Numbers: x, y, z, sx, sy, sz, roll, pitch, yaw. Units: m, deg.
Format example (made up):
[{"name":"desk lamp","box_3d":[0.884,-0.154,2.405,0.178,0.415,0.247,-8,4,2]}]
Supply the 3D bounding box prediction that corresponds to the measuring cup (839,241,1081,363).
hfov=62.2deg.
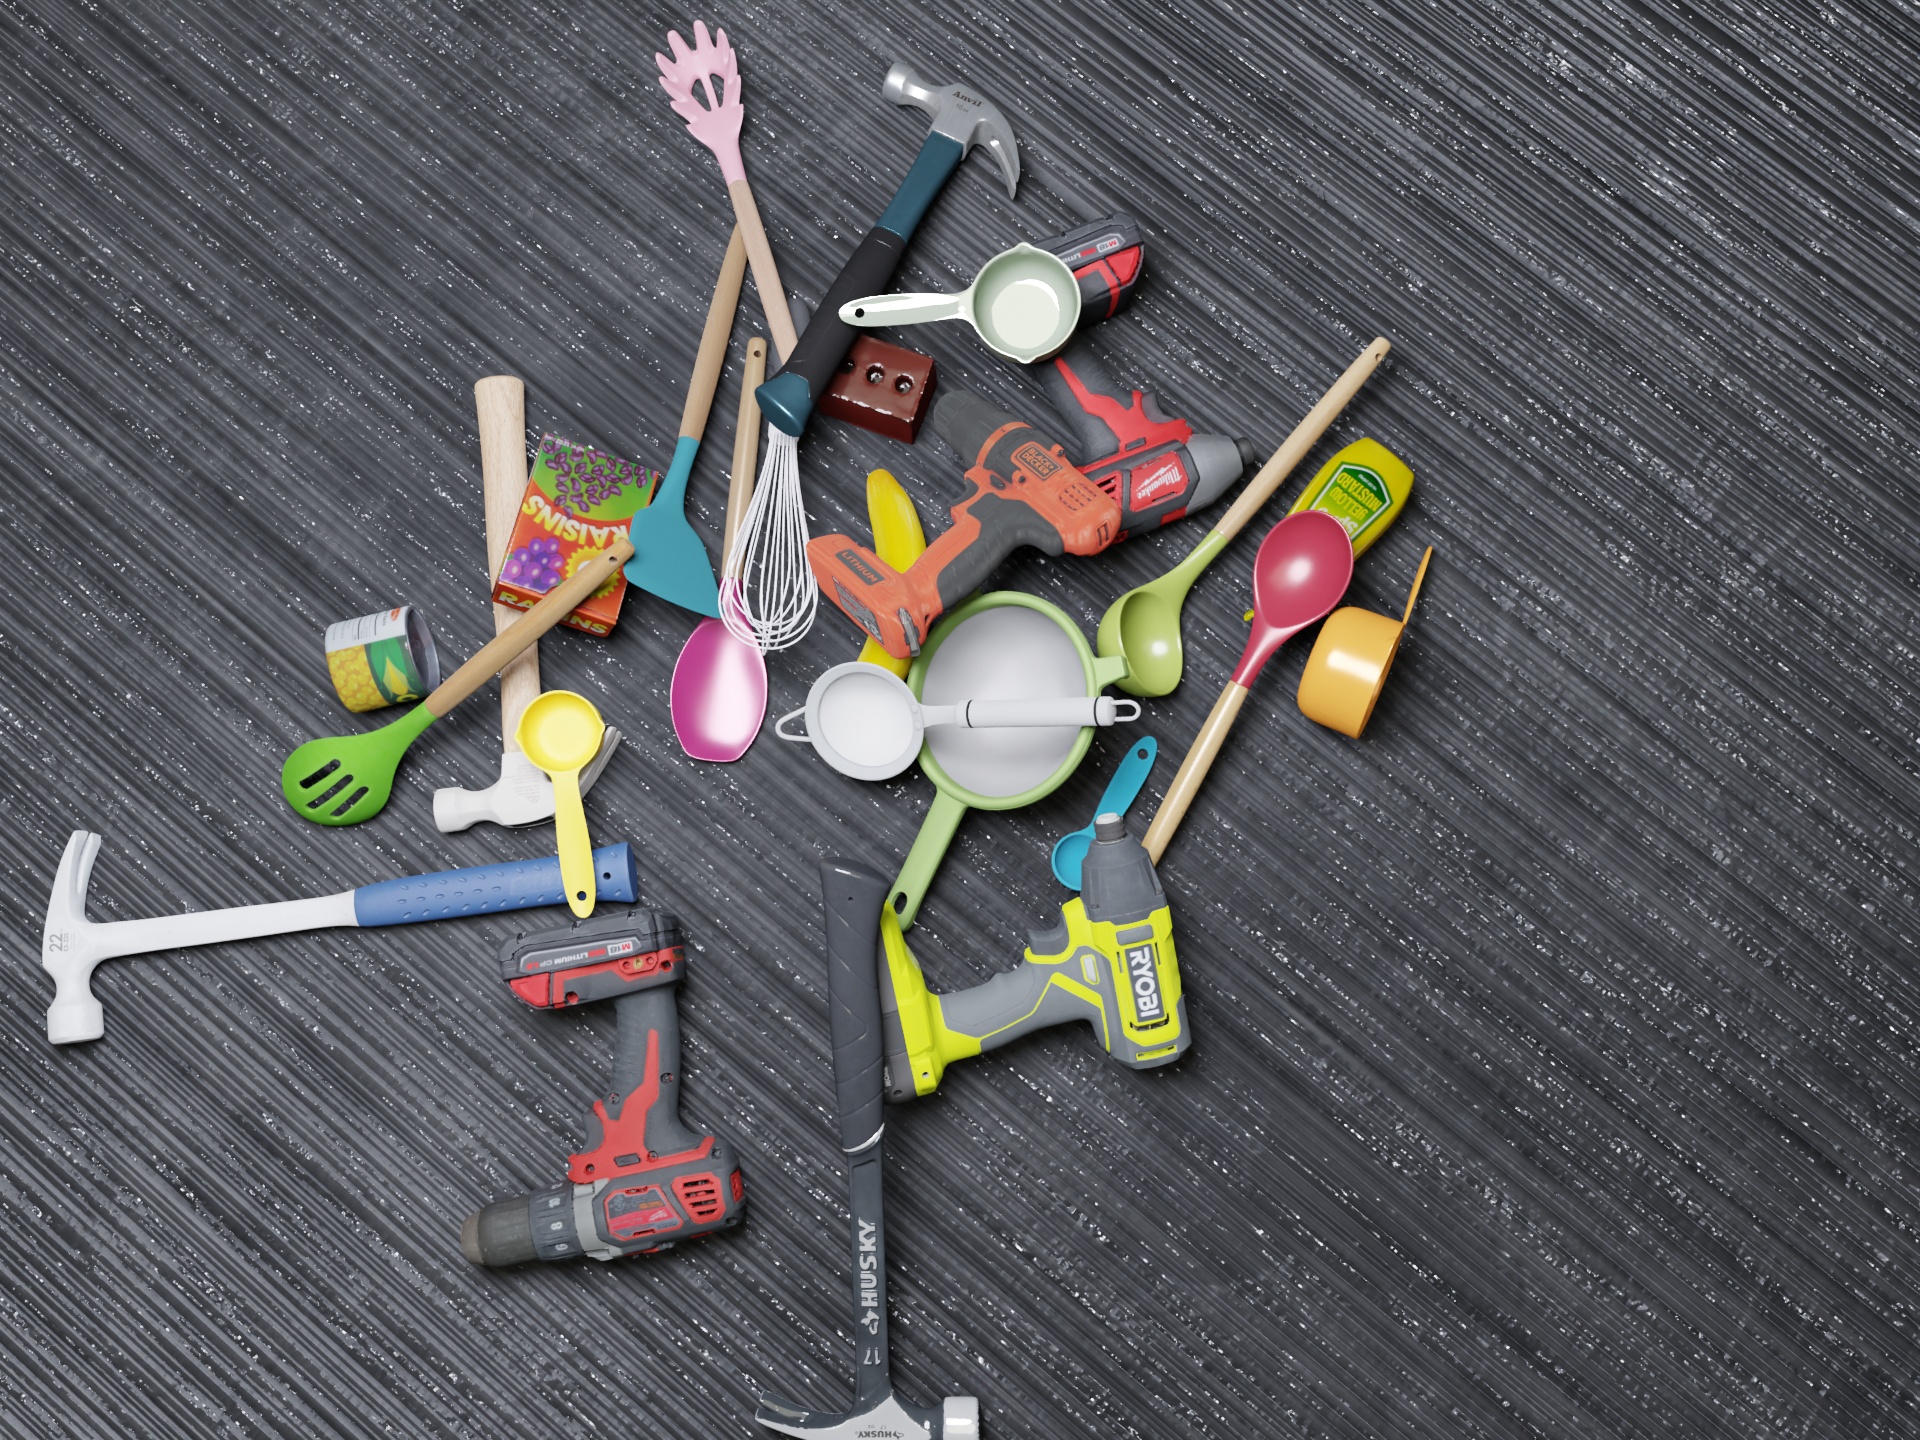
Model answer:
[{"name":"measuring cup","box_3d":[0.001,-0.285,1.110,0.167,0.038,0.083,-2,90,6]}]

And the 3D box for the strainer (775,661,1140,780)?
[{"name":"strainer","box_3d":[-0.002,-0.003,1.072,0.258,0.050,0.086,-1,110,24]}]

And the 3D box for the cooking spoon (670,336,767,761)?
[{"name":"cooking spoon","box_3d":[-0.164,-0.128,1.163,0.068,0.017,0.319,6,81,-9]}]

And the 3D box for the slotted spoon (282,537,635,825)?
[{"name":"slotted spoon","box_3d":[-0.345,-0.025,1.090,0.314,0.031,0.070,-37,114,9]}]

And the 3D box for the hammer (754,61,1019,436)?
[{"name":"hammer","box_3d":[-0.059,-0.340,1.154,0.128,0.033,0.331,25,67,4]}]

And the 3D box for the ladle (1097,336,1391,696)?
[{"name":"ladle","box_3d":[0.210,-0.149,1.137,0.320,0.062,0.078,-50,123,-3]}]

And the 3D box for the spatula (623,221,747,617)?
[{"name":"spatula","box_3d":[-0.184,-0.227,1.153,0.082,0.044,0.318,23,69,-36]}]

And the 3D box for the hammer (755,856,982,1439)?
[{"name":"hammer","box_3d":[-0.067,0.287,1.028,0.149,0.036,0.409,-2,100,2]}]

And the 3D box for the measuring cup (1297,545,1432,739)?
[{"name":"measuring cup","box_3d":[0.290,-0.068,1.139,0.052,0.095,0.174,21,60,15]}]

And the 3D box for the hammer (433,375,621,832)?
[{"name":"hammer","box_3d":[-0.319,-0.089,1.147,0.130,0.031,0.331,-6,81,-2]}]

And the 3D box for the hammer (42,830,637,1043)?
[{"name":"hammer","box_3d":[-0.431,0.126,1.108,0.405,0.035,0.144,-8,81,-2]}]

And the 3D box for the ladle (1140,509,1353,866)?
[{"name":"ladle","box_3d":[0.184,-0.002,1.116,0.069,0.031,0.315,30,94,25]}]

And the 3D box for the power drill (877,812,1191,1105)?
[{"name":"power drill","box_3d":[0.034,0.163,1.074,0.223,0.080,0.171,-12,100,-4]}]

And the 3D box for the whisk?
[{"name":"whisk","box_3d":[-0.129,-0.182,1.144,0.070,0.070,0.285,3,71,-1]}]

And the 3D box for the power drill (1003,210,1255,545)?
[{"name":"power drill","box_3d":[0.117,-0.246,1.160,0.143,0.078,0.220,-21,85,-3]}]

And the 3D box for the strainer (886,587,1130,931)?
[{"name":"strainer","box_3d":[0.018,0.036,1.119,0.152,0.069,0.256,31,101,29]}]

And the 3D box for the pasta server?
[{"name":"pasta server","box_3d":[-0.160,-0.377,1.174,0.060,0.040,0.316,-19,73,5]}]

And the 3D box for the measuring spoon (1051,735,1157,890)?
[{"name":"measuring spoon","box_3d":[0.106,0.066,1.140,0.042,0.021,0.129,31,73,3]}]

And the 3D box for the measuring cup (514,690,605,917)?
[{"name":"measuring cup","box_3d":[-0.268,0.057,1.098,0.062,0.029,0.156,-7,90,-3]}]

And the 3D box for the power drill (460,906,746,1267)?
[{"name":"power drill","box_3d":[-0.255,0.251,1.073,0.188,0.080,0.227,-12,84,-2]}]
